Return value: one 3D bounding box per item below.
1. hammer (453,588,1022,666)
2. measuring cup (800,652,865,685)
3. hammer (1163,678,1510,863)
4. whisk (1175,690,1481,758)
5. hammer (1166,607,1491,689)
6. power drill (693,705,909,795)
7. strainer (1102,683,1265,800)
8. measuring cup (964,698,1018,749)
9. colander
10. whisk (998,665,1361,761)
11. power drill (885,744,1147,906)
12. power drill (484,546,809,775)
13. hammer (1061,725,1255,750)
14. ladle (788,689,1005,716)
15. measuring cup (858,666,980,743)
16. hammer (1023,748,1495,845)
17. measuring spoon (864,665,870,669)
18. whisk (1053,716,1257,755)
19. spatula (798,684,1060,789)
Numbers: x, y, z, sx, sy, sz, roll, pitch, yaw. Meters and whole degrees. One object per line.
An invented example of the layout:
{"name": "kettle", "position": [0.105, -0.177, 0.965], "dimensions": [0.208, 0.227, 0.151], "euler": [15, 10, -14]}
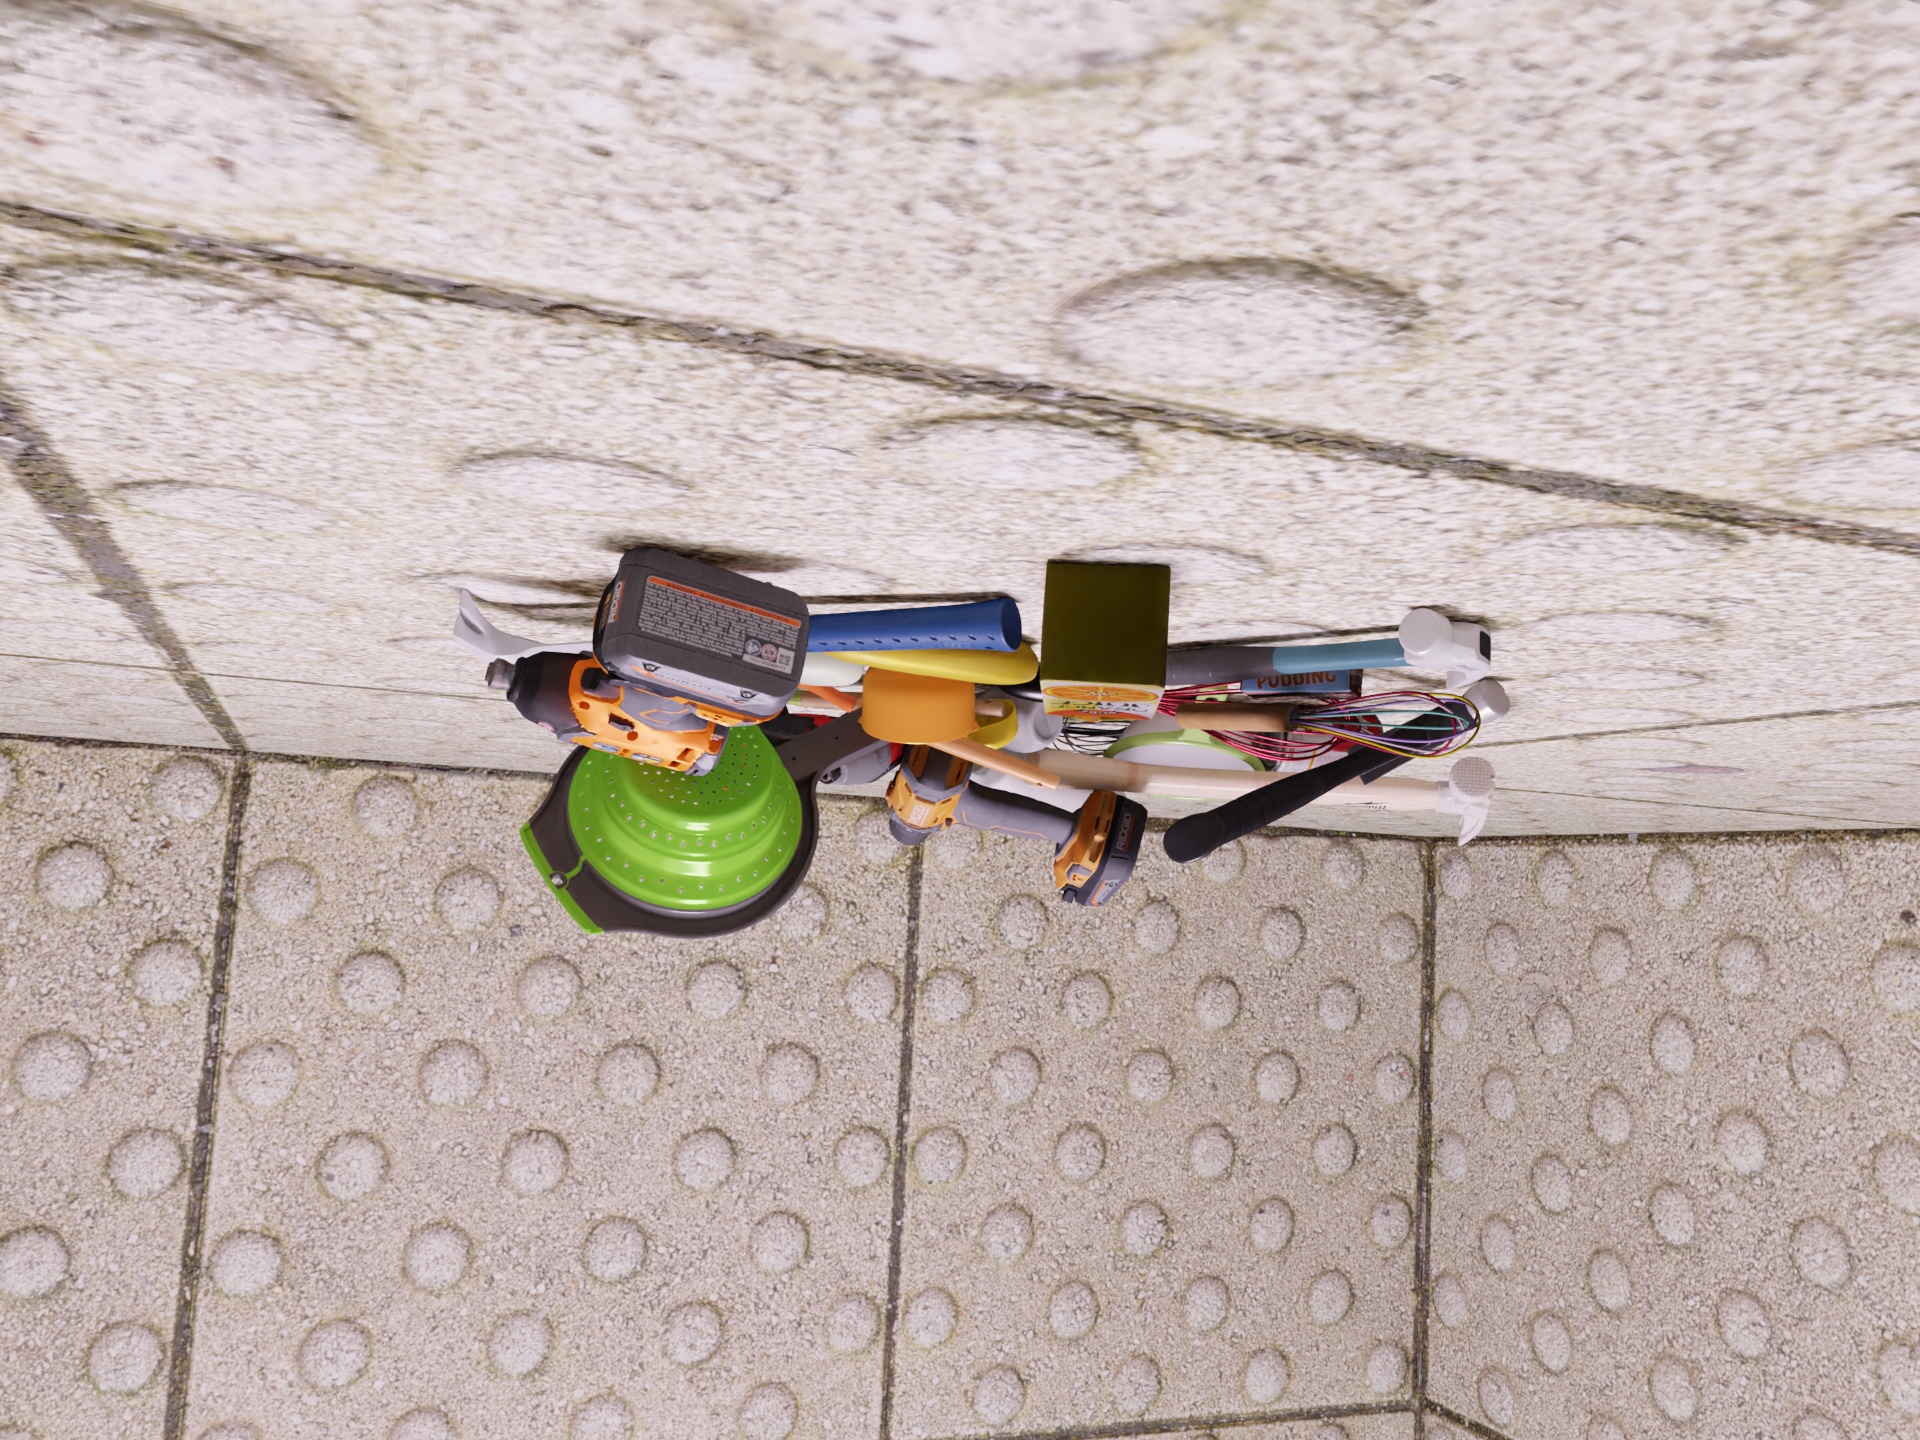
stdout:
{"name": "hammer", "position": [-0.158, -0.057, 1.087], "dimensions": [0.405, 0.035, 0.144], "euler": [-2, 160, 21]}
{"name": "measuring cup", "position": [-0.145, -0.052, 1.178], "dimensions": [0.167, 0.038, 0.083], "euler": [6, 173, -37]}
{"name": "hammer", "position": [0.274, 0.046, 1.216], "dimensions": [0.334, 0.035, 0.146], "euler": [-19, 169, -38]}
{"name": "whisk", "position": [0.263, 0.001, 1.172], "dimensions": [0.245, 0.047, 0.051], "euler": [2, 179, 41]}
{"name": "hammer", "position": [0.216, -0.042, 1.129], "dimensions": [0.331, 0.033, 0.128], "euler": [-3, 171, 43]}
{"name": "power drill", "position": [-0.150, 0.023, 1.488], "dimensions": [0.220, 0.078, 0.143], "euler": [-1, -159, 33]}
{"name": "strainer", "position": [0.212, -0.002, 1.444], "dimensions": [0.151, 0.069, 0.256], "euler": [8, 157, 2]}
{"name": "measuring cup", "position": [-0.002, -0.005, 1.421], "dimensions": [0.062, 0.029, 0.157], "euler": [-25, -156, -24]}
{"name": "colander", "position": [-0.138, 0.020, 1.221], "dimensions": [0.397, 0.205, 0.094], "euler": [-26, 155, -32]}
{"name": "whisk", "position": [0.175, -0.014, 1.293], "dimensions": [0.296, 0.073, 0.073], "euler": [8, 175, 8]}
{"name": "power drill", "position": [0.040, 0.098, 1.467], "dimensions": [0.226, 0.084, 0.185], "euler": [19, 155, -3]}
{"name": "power drill", "position": [-0.203, -0.031, 1.008], "dimensions": [0.164, 0.084, 0.226], "euler": [16, 158, -22]}
{"name": "hammer", "position": [0.162, 0.012, 1.657], "dimensions": [0.408, 0.036, 0.149], "euler": [4, 173, -18]}
{"name": "ladle", "position": [-0.113, -0.007, 1.409], "dimensions": [0.320, 0.062, 0.078], "euler": [3, -153, 19]}
{"name": "measuring cup", "position": [-0.024, -0.035, 1.254], "dimensions": [0.095, 0.052, 0.174], "euler": [4, -158, 10]}
{"name": "hammer", "position": [0.263, 0.062, 1.441], "dimensions": [0.410, 0.038, 0.146], "euler": [4, 159, 13]}
{"name": "measuring spoon", "position": [-0.071, -0.038, 1.355], "dimensions": [0.034, 0.018, 0.124], "euler": [-3, 174, 44]}
{"name": "whisk", "position": [0.205, 0.010, 1.562], "dimensions": [0.239, 0.055, 0.055], "euler": [0, 174, -7]}
{"name": "spatula", "position": [-0.071, 0.004, 1.350], "dimensions": [0.322, 0.041, 0.081], "euler": [21, 149, 5]}
